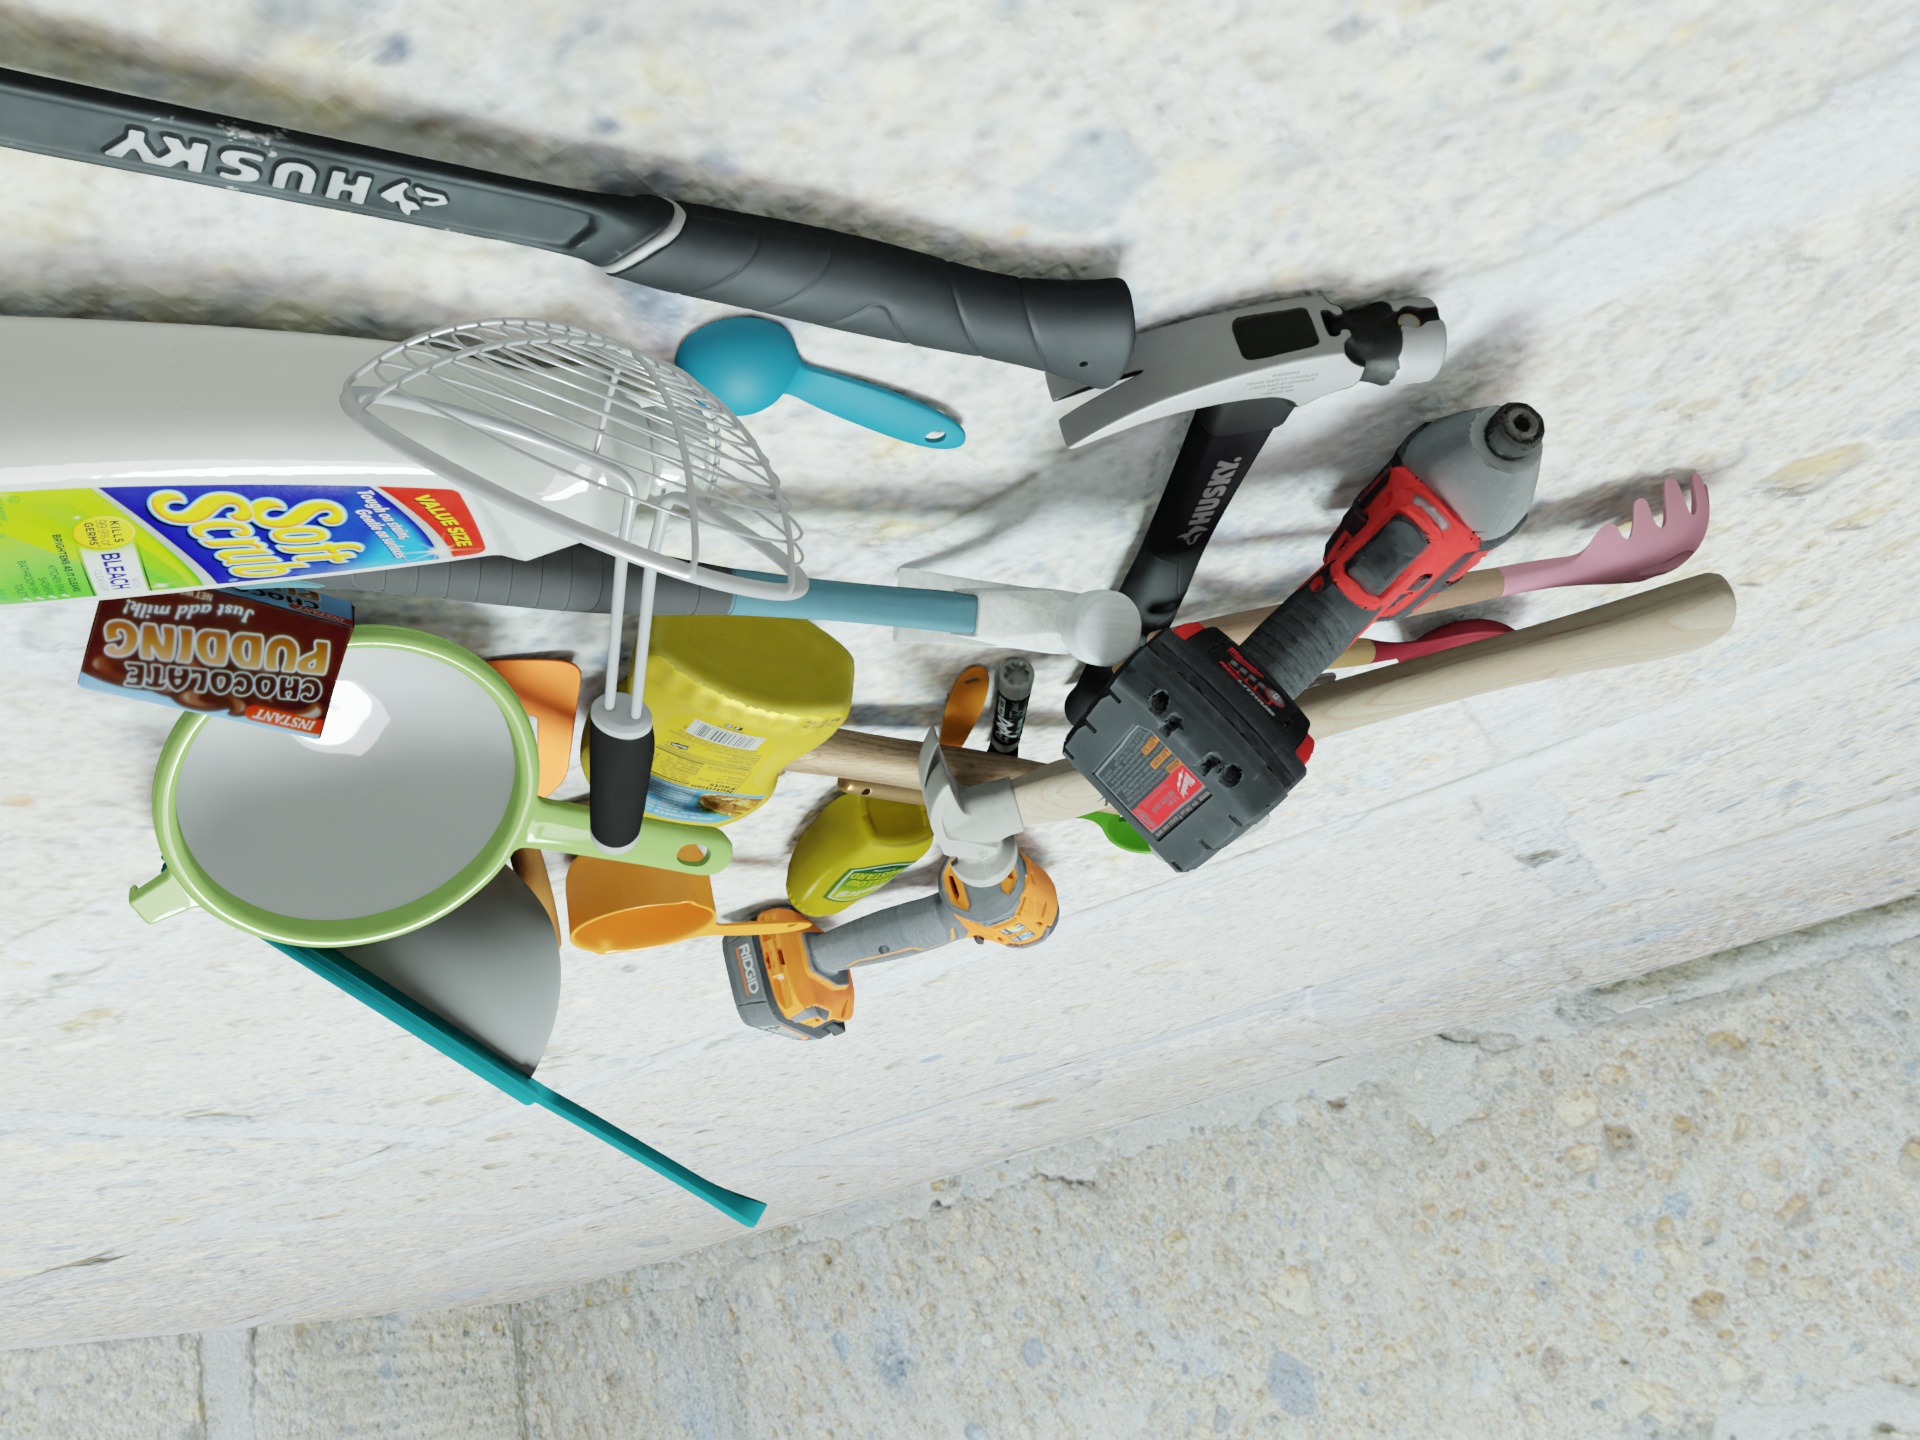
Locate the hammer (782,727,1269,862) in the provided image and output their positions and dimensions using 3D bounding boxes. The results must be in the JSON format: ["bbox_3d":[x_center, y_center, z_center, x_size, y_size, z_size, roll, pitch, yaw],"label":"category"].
[{"bbox_3d":[0.035,0.033,0.893,0.331,0.031,0.130,10,156,-29],"label":"hammer"}]

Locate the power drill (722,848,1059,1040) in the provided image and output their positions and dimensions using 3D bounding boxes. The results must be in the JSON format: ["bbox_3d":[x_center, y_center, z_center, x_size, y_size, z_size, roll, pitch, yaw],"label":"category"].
[{"bbox_3d":[-0.038,0.158,1.149,0.226,0.084,0.164,-22,157,11],"label":"power drill"}]

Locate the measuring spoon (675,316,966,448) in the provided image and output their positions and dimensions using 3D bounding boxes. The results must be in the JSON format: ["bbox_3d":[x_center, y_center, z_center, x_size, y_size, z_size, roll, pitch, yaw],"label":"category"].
[{"bbox_3d":[-0.044,-0.111,0.573,0.128,0.021,0.042,11,147,-42],"label":"measuring spoon"}]

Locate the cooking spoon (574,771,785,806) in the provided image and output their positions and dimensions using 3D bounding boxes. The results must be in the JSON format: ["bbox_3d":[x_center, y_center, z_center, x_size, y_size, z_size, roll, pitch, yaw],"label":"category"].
[{"bbox_3d":[-0.248,0.064,0.882,0.319,0.017,0.068,-16,157,7],"label":"cooking spoon"}]

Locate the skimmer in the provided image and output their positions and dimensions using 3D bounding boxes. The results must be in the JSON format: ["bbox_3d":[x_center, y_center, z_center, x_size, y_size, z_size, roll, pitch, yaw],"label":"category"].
[{"bbox_3d":[-0.126,-0.006,0.533,0.127,0.090,0.363,24,151,-1],"label":"skimmer"}]

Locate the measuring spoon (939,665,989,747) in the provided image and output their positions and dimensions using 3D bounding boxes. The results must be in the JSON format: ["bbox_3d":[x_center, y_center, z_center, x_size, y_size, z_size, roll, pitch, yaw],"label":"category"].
[{"bbox_3d":[-0.001,-0.003,0.878,0.021,0.011,0.116,-4,153,-13],"label":"measuring spoon"}]

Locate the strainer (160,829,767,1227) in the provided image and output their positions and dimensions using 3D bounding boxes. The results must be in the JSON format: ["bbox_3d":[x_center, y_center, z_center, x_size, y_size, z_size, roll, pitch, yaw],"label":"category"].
[{"bbox_3d":[-0.225,0.133,0.804,0.340,0.095,0.211,34,161,-10],"label":"strainer"}]

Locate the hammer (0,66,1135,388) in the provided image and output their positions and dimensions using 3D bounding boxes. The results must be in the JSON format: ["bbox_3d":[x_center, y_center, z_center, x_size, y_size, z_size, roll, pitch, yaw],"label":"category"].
[{"bbox_3d":[-0.113,-0.138,0.455,0.408,0.036,0.149,2,154,-34],"label":"hammer"}]

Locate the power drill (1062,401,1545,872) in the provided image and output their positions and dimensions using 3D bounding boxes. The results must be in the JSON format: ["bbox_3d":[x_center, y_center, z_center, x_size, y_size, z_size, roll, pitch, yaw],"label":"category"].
[{"bbox_3d":[0.152,-0.044,0.660,0.220,0.078,0.143,-41,173,-20],"label":"power drill"}]

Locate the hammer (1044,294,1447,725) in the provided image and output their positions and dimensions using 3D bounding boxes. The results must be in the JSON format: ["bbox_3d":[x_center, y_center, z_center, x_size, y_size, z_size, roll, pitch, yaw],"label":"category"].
[{"bbox_3d":[0.090,-0.073,0.726,0.146,0.035,0.334,-9,158,-11],"label":"hammer"}]

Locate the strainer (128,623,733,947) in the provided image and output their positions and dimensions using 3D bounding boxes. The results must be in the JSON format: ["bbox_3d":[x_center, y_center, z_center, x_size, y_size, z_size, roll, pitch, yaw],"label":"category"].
[{"bbox_3d":[-0.221,0.027,0.706,0.256,0.069,0.151,15,109,-38],"label":"strainer"}]

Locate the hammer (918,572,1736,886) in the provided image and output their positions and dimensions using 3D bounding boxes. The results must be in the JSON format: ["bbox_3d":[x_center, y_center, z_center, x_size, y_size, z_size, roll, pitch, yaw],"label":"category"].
[{"bbox_3d":[0.181,-0.008,0.790,0.410,0.038,0.146,-16,155,2],"label":"hammer"}]

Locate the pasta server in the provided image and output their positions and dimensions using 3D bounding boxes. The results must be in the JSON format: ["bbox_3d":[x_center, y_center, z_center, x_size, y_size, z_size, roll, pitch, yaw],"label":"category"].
[{"bbox_3d":[0.237,-0.070,0.782,0.316,0.040,0.060,-11,159,-14],"label":"pasta server"}]

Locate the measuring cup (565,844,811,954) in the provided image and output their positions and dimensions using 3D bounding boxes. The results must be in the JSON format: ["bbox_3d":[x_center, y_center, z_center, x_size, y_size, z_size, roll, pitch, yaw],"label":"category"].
[{"bbox_3d":[-0.165,0.106,0.989,0.173,0.052,0.095,8,150,-45],"label":"measuring cup"}]

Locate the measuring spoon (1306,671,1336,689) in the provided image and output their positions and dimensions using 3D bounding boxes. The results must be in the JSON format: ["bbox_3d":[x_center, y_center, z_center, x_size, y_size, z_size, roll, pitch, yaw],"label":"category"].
[{"bbox_3d":[0.138,-0.008,0.838,0.124,0.018,0.034,-21,157,24],"label":"measuring spoon"}]

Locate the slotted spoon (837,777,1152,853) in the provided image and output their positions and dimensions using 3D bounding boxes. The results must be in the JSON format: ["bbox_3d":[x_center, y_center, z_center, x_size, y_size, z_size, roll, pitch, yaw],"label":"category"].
[{"bbox_3d":[0.048,0.050,0.992,0.313,0.031,0.070,9,132,-43],"label":"slotted spoon"}]

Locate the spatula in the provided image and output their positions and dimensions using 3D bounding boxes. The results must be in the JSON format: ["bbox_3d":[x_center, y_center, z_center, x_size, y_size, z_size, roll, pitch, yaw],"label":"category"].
[{"bbox_3d":[-0.230,0.061,0.842,0.081,0.041,0.322,-5,155,-12],"label":"spatula"}]

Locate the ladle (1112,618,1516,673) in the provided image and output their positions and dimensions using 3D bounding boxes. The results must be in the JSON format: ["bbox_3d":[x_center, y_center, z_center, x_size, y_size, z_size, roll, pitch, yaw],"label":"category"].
[{"bbox_3d":[0.197,-0.034,0.843,0.315,0.031,0.069,-4,163,-38],"label":"ladle"}]

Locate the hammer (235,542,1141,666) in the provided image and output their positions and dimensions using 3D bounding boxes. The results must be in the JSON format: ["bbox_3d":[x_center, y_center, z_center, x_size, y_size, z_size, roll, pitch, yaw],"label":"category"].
[{"bbox_3d":[-0.104,-0.052,0.616,0.331,0.033,0.128,4,-175,-22],"label":"hammer"}]
